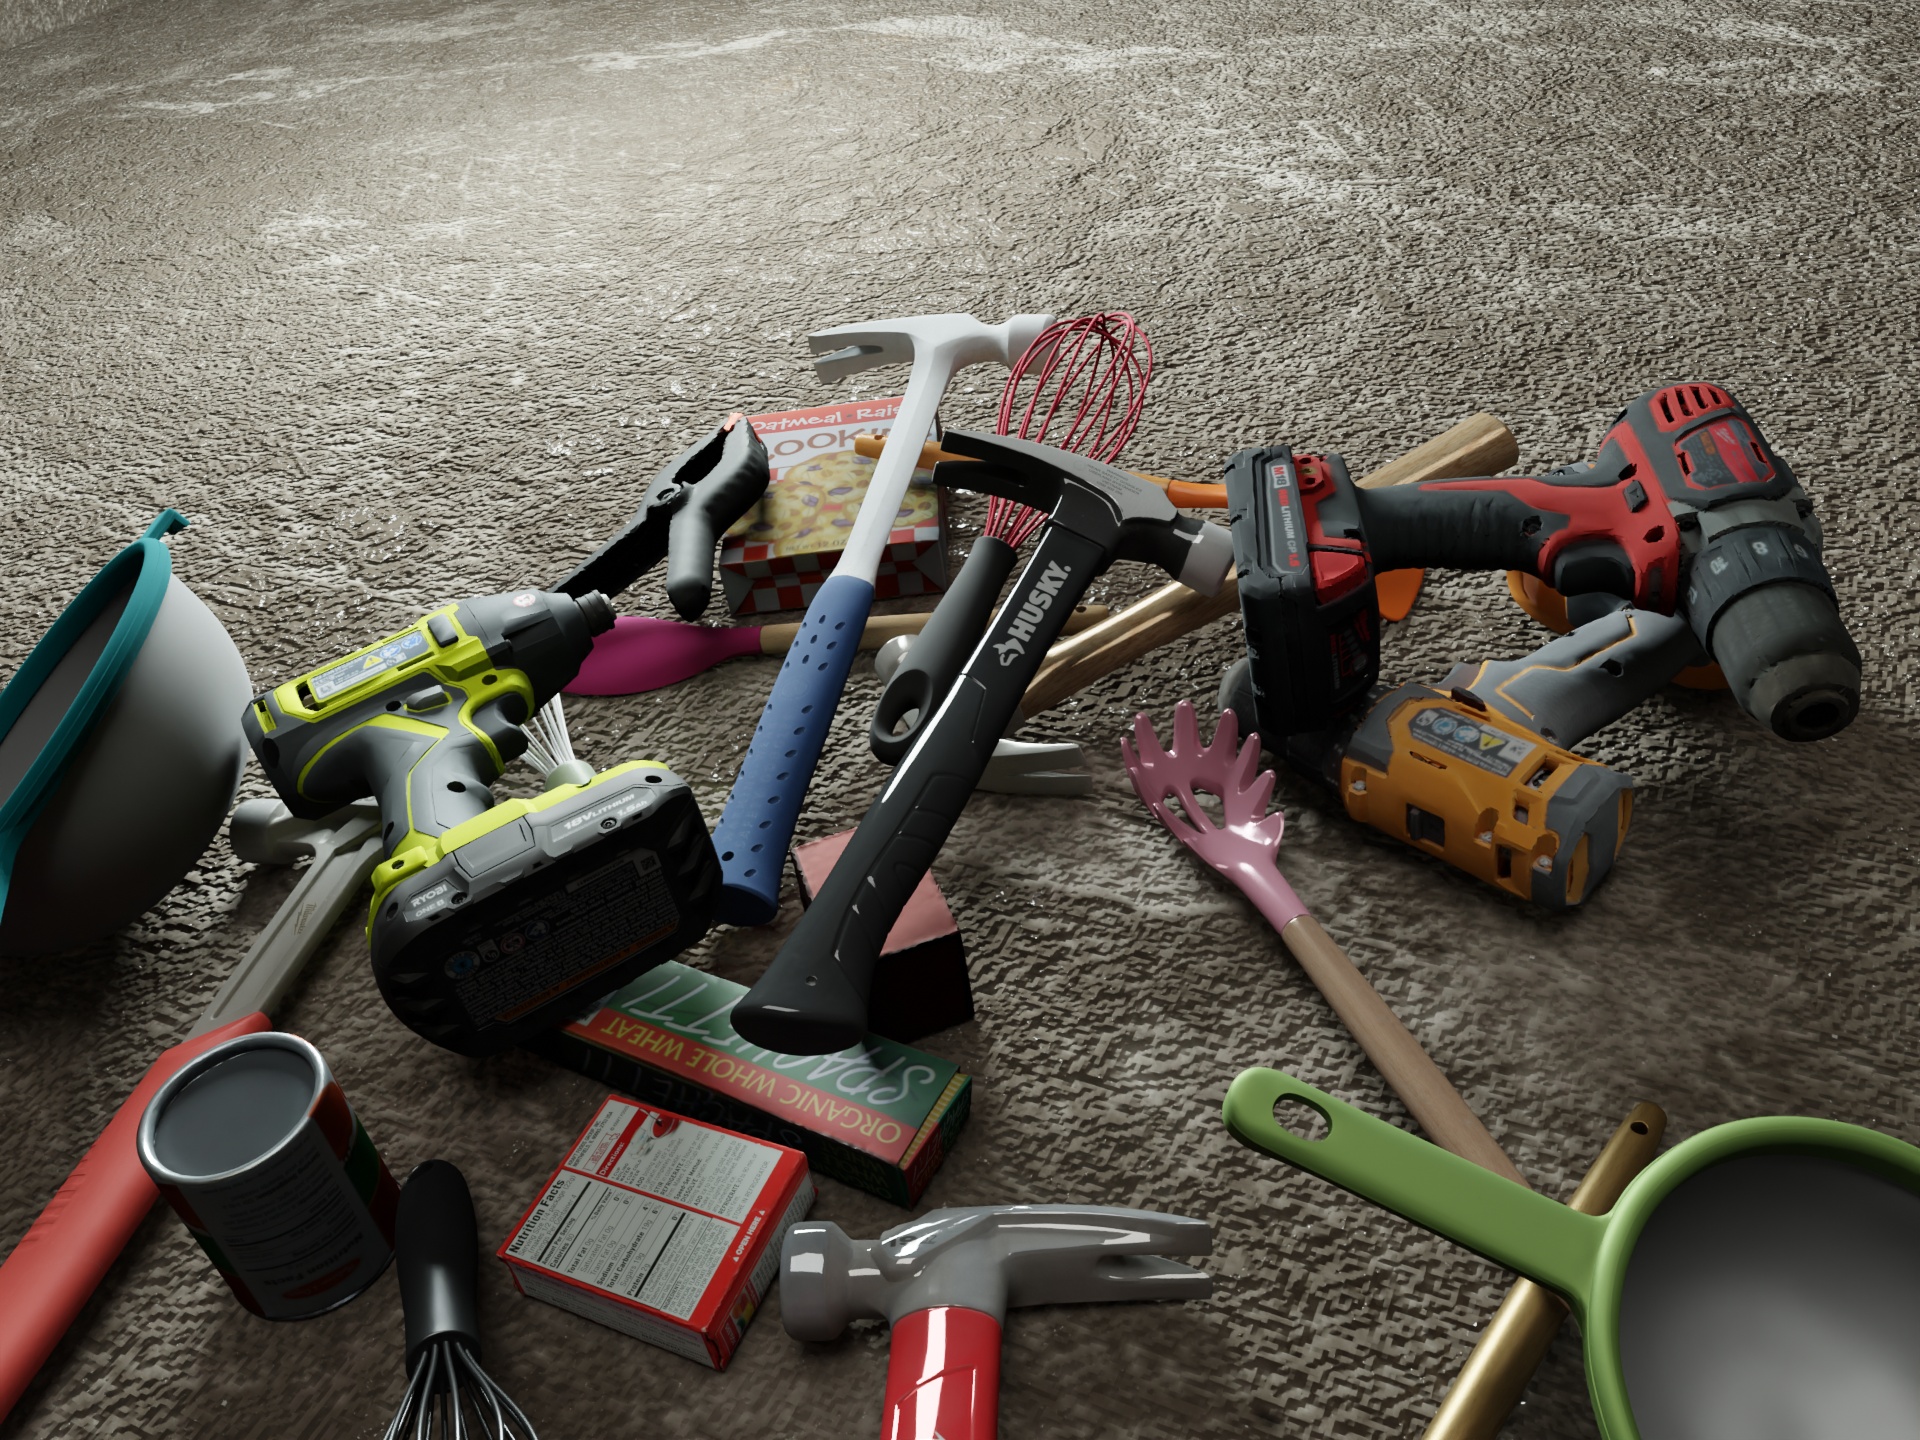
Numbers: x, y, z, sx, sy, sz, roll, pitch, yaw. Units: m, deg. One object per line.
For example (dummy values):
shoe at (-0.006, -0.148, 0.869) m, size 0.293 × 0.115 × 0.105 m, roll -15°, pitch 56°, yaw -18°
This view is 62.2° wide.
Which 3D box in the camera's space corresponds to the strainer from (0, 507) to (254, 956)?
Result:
strainer at (-0.373, 0.058, 0.685) m, size 0.211 × 0.095 × 0.341 m, roll -47°, pitch 35°, yaw 9°

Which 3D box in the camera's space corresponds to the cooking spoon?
cooking spoon at (-0.080, -0.045, 0.849) m, size 0.319 × 0.017 × 0.069 m, roll -3°, pitch 40°, yaw 9°

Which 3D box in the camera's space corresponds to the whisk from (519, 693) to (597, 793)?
whisk at (-0.192, 0.024, 0.766) m, size 0.059 × 0.058 × 0.247 m, roll 16°, pitch 22°, yaw -45°

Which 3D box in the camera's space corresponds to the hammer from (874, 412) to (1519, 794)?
hammer at (0.126, -0.063, 0.777) m, size 0.331 × 0.031 × 0.130 m, roll -28°, pitch 43°, yaw -5°

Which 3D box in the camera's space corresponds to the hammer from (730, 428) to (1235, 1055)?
hammer at (-0.001, -0.002, 0.657) m, size 0.146 × 0.035 × 0.335 m, roll 26°, pitch 52°, yaw 6°

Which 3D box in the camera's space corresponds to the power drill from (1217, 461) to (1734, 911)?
power drill at (0.245, -0.028, 0.719) m, size 0.185 × 0.084 × 0.226 m, roll 27°, pitch 55°, yaw 39°

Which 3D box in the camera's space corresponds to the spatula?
spatula at (0.091, -0.120, 0.869) m, size 0.323 × 0.041 × 0.081 m, roll 12°, pitch 45°, yaw 19°

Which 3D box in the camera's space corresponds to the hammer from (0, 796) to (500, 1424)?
hammer at (-0.307, 0.157, 0.631) m, size 0.149 × 0.036 × 0.359 m, roll 2°, pitch 39°, yaw 14°

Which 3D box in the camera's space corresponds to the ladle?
ladle at (0.144, 0.220, 0.470) m, size 0.069 × 0.031 × 0.315 m, roll 23°, pitch 47°, yaw 34°

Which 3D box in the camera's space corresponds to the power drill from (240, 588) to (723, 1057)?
power drill at (-0.199, 0.024, 0.685) m, size 0.171 × 0.080 × 0.223 m, roll -28°, pitch 43°, yaw -17°

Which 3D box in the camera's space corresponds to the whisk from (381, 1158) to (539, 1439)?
whisk at (-0.160, 0.197, 0.498) m, size 0.055 × 0.055 × 0.239 m, roll -21°, pitch 19°, yaw -15°

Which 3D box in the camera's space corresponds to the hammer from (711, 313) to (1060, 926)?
hammer at (-0.059, -0.075, 0.809) m, size 0.144 × 0.035 × 0.406 m, roll 4°, pitch 51°, yaw 17°

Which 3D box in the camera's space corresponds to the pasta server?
pasta server at (0.142, 0.091, 0.606) m, size 0.060 × 0.040 × 0.317 m, roll -15°, pitch 35°, yaw -12°

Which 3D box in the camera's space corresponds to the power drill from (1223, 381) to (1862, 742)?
power drill at (0.228, -0.054, 0.643) m, size 0.226 × 0.080 × 0.188 m, roll -8°, pitch 42°, yaw 11°

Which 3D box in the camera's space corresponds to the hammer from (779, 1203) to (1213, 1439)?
hammer at (0.003, 0.250, 0.366) m, size 0.143 × 0.038 × 0.386 m, roll -3°, pitch 22°, yaw 4°

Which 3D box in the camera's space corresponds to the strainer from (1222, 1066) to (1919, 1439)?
strainer at (0.191, 0.172, 0.454) m, size 0.256 × 0.069 × 0.151 m, roll 24°, pitch 58°, yaw 13°

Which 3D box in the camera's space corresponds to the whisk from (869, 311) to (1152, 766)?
whisk at (0.025, -0.098, 0.793) m, size 0.073 × 0.073 × 0.296 m, roll 13°, pitch 60°, yaw 25°
